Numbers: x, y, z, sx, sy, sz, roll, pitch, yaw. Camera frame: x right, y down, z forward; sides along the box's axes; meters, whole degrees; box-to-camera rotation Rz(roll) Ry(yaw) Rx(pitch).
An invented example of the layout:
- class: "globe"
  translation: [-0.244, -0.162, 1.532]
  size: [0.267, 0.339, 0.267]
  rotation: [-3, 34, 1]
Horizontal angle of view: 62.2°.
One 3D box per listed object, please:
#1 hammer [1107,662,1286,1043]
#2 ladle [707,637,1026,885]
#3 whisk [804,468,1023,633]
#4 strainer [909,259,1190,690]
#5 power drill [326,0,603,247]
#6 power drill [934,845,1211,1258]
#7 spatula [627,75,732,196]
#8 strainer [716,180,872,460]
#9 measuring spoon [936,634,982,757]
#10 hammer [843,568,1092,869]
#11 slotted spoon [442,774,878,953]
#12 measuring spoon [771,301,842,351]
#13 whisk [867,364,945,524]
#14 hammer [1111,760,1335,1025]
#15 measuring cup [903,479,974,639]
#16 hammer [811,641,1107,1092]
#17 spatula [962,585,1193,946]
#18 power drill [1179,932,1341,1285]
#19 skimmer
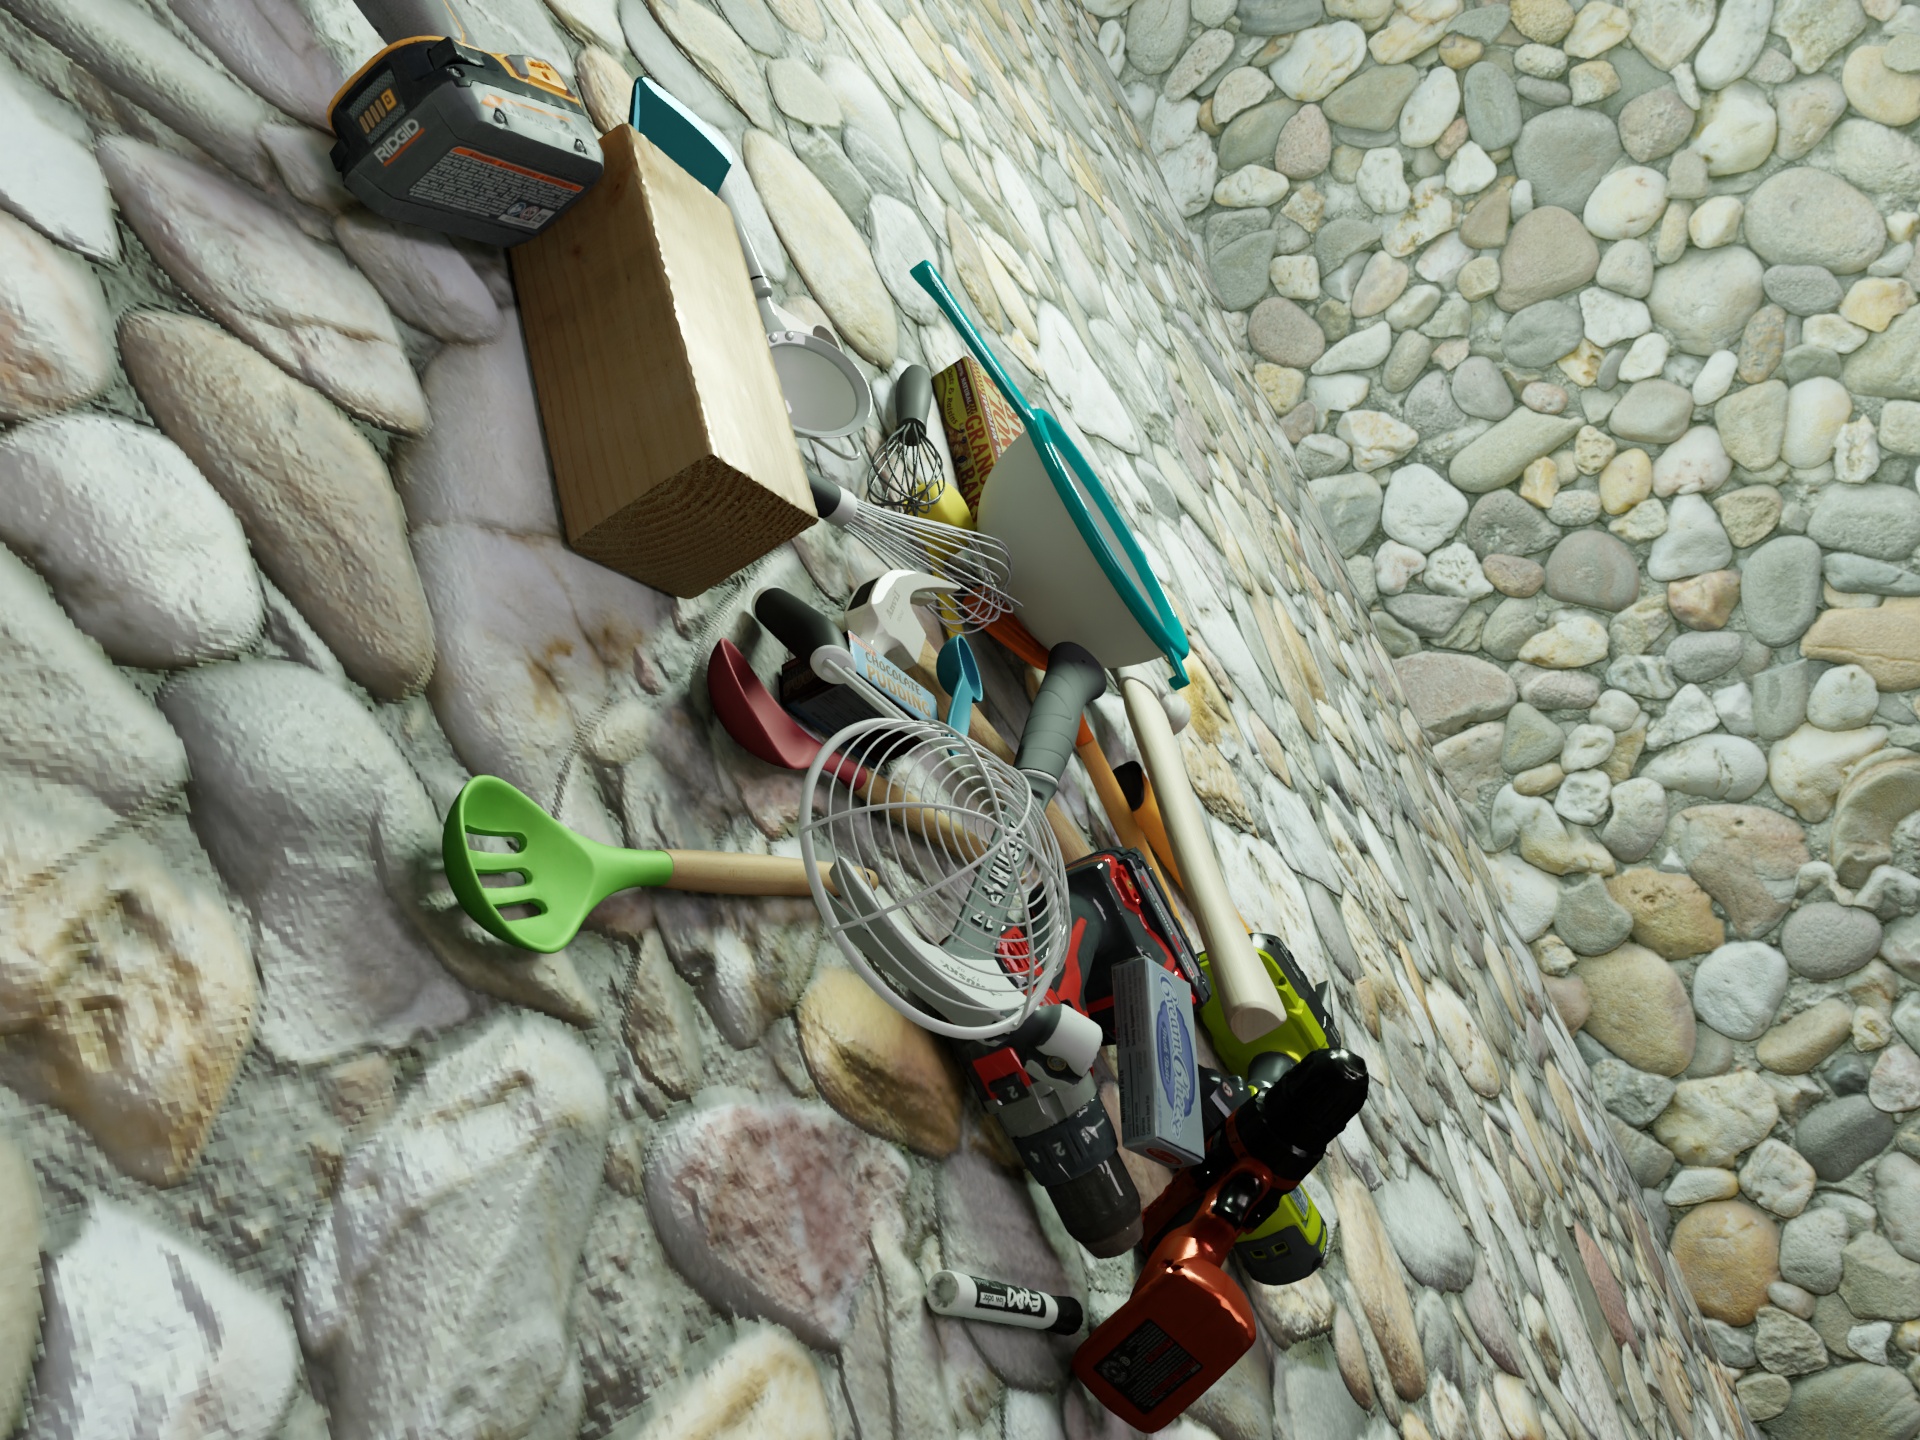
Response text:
- class: "hammer"
  translation: [0.152, 0.064, 1.140]
  size: [0.146, 0.038, 0.411]
  rotation: [43, 20, -29]
- class: "ladle"
  translation: [-0.043, 0.039, 0.878]
  size: [0.315, 0.031, 0.069]
  rotation: [37, 22, -50]
- class: "whisk"
  translation: [-0.055, -0.121, 0.988]
  size: [0.284, 0.070, 0.070]
  rotation: [24, 43, -48]
- class: "strainer"
  translation: [0.039, -0.162, 1.139]
  size: [0.340, 0.095, 0.211]
  rotation: [53, 15, -20]
- class: "power drill"
  translation: [-0.279, -0.340, 0.724]
  size: [0.226, 0.084, 0.185]
  rotation: [60, 22, 6]
- class: "power drill"
  translation: [0.073, 0.180, 0.911]
  size: [0.188, 0.080, 0.226]
  rotation: [63, 25, 1]
- class: "spatula"
  translation: [-0.160, -0.236, 0.910]
  size: [0.082, 0.044, 0.318]
  rotation: [30, 40, -46]
- class: "strainer"
  translation: [-0.125, -0.264, 1.007]
  size: [0.087, 0.050, 0.258]
  rotation: [-15, 75, -36]
- class: "measuring spoon"
  translation: [-0.007, -0.009, 0.904]
  size: [0.129, 0.021, 0.042]
  rotation: [-78, 149, -63]
- class: "hammer"
  translation: [0.031, 0.036, 1.021]
  size: [0.331, 0.031, 0.130]
  rotation: [52, 35, -30]
- class: "slotted spoon"
  translation: [-0.115, 0.067, 0.690]
  size: [0.313, 0.031, 0.070]
  rotation: [15, 52, -63]
- class: "measuring spoon"
  translation: [-0.125, -0.264, 1.063]
  size: [0.124, 0.018, 0.034]
  rotation: [20, 55, -50]
- class: "whisk"
  translation: [-0.037, -0.206, 1.148]
  size: [0.055, 0.055, 0.239]
  rotation: [51, 21, -27]
- class: "hammer"
  translation: [0.218, 0.158, 1.300]
  size: [0.336, 0.034, 0.127]
  rotation: [53, 25, -23]
- class: "measuring cup"
  translation: [-0.004, -0.107, 1.120]
  size: [0.062, 0.029, 0.157]
  rotation: [36, 33, -48]
- class: "hammer"
  translation: [0.033, 0.043, 0.901]
  size: [0.149, 0.036, 0.409]
  rotation: [32, 27, -3]
- class: "spatula"
  translation: [0.095, 0.041, 1.184]
  size: [0.322, 0.041, 0.081]
  rotation: [64, 20, -8]
- class: "power drill"
  translation: [0.198, 0.251, 1.103]
  size: [0.171, 0.080, 0.223]
  rotation: [58, 26, -12]
- class: "skimmer"
  translation: [-0.055, 0.015, 0.710]
  size: [0.127, 0.090, 0.364]
  rotation: [32, 4, -28]
